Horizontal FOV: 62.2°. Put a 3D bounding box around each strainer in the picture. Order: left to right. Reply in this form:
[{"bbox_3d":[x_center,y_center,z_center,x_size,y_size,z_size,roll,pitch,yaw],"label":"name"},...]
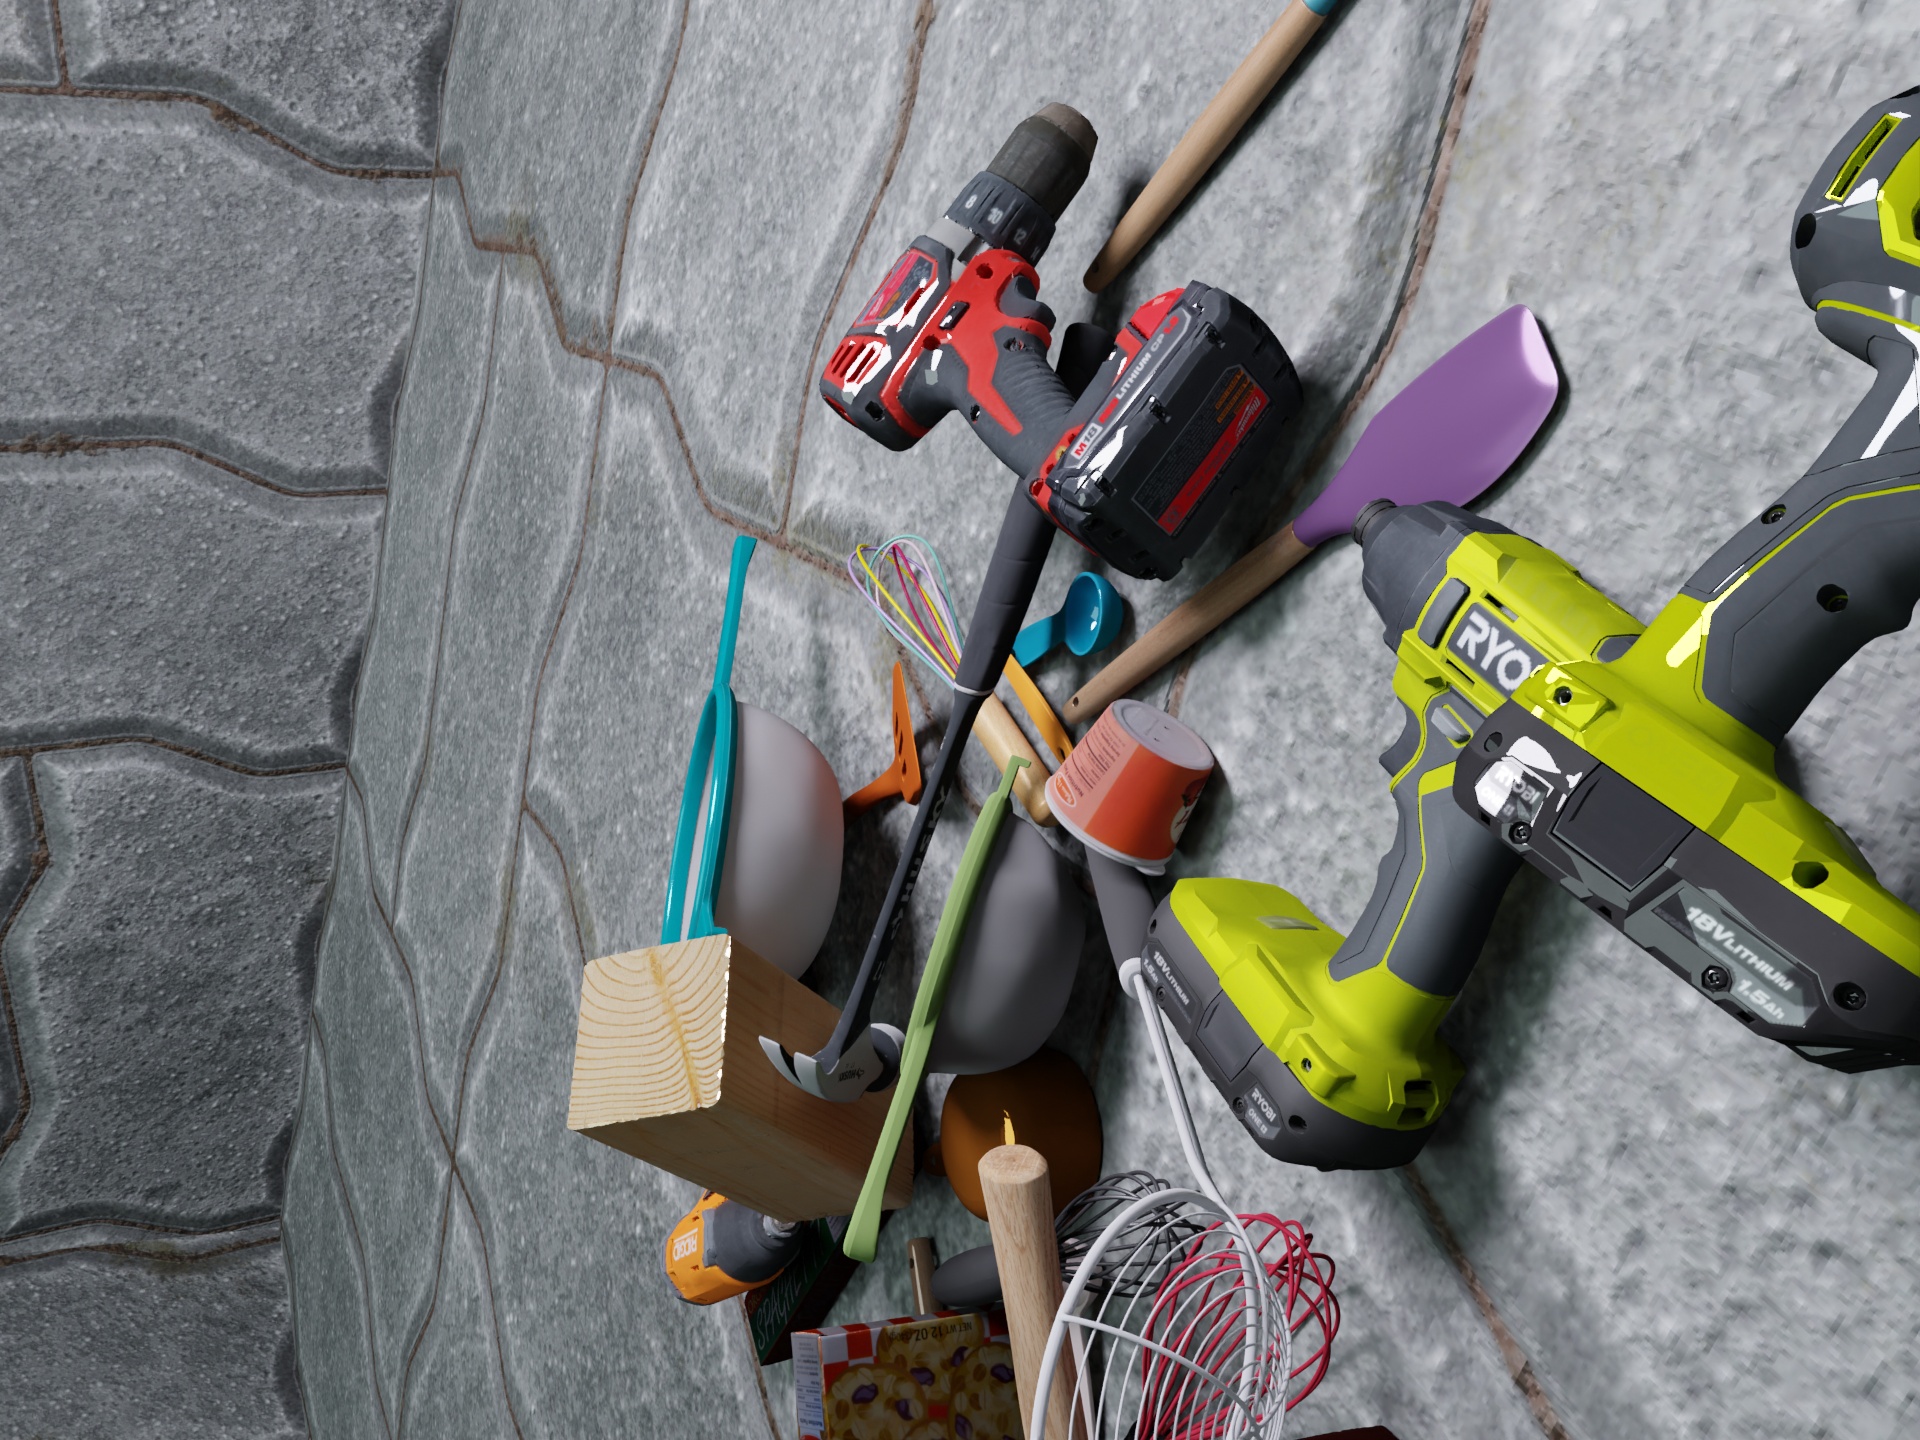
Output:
[{"bbox_3d":[-0.118,0.033,0.994,0.211,0.095,0.341,121,156,-57],"label":"strainer"},{"bbox_3d":[0.012,0.148,0.748,0.257,0.069,0.151,-69,-7,-49],"label":"strainer"}]

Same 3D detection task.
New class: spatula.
[{"bbox_3d":[-0.086,0.064,1.037,0.322,0.041,0.081,-41,54,52],"label":"spatula"},{"bbox_3d":[0.131,-0.299,0.700,0.317,0.044,0.082,-46,57,50],"label":"spatula"},{"bbox_3d":[0.135,-0.067,0.694,0.316,0.018,0.060,-39,55,50],"label":"spatula"}]

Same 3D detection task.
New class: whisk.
[{"bbox_3d":[0.001,-0.029,0.904,0.245,0.051,0.047,57,175,39],"label":"whisk"},{"bbox_3d":[0.042,0.255,0.760,0.239,0.055,0.055,-43,51,54],"label":"whisk"},{"bbox_3d":[0.091,0.307,0.695,0.073,0.073,0.295,-116,35,-40],"label":"whisk"}]

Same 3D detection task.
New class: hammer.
[{"bbox_3d":[-0.001,-0.003,0.796,0.036,0.149,0.409,19,89,18],"label":"hammer"},{"bbox_3d":[0.048,0.348,0.704,0.130,0.031,0.331,9,110,60],"label":"hammer"}]

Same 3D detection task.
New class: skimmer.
[{"bbox_3d":[0.057,0.154,0.638,0.364,0.090,0.127,-99,-17,-59],"label":"skimmer"}]

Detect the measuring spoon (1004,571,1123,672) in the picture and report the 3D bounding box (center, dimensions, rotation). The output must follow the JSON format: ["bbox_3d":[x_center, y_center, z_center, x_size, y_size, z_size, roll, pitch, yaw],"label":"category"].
[{"bbox_3d":[0.054,-0.045,0.839,0.128,0.021,0.042,152,118,-66],"label":"measuring spoon"}]

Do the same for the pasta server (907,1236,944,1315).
[{"bbox_3d":[-0.002,0.441,0.855,0.060,0.040,0.316,-40,52,44],"label":"pasta server"}]

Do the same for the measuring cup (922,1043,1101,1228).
[{"bbox_3d":[0.005,0.228,0.849,0.173,0.052,0.095,-33,59,52],"label":"measuring cup"}]

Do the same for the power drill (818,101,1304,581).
[{"bbox_3d":[0.049,-0.184,0.738,0.188,0.080,0.227,-54,49,3],"label":"power drill"}]

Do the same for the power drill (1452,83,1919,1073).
[{"bbox_3d":[0.252,-0.028,0.389,0.228,0.080,0.191,-56,48,12],"label":"power drill"}]

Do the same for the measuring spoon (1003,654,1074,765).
[{"bbox_3d":[0.033,-0.012,0.854,0.117,0.011,0.021,58,154,35],"label":"measuring spoon"}]

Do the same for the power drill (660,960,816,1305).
[{"bbox_3d":[-0.143,0.256,1.045,0.164,0.084,0.227,-42,45,53],"label":"power drill"}]

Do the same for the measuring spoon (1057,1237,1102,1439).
[{"bbox_3d":[0.063,0.316,0.786,0.034,0.018,0.124,-4,90,56],"label":"measuring spoon"}]

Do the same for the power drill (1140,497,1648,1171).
[{"bbox_3d":[0.161,0.039,0.587,0.171,0.080,0.223,55,129,46],"label":"power drill"}]
